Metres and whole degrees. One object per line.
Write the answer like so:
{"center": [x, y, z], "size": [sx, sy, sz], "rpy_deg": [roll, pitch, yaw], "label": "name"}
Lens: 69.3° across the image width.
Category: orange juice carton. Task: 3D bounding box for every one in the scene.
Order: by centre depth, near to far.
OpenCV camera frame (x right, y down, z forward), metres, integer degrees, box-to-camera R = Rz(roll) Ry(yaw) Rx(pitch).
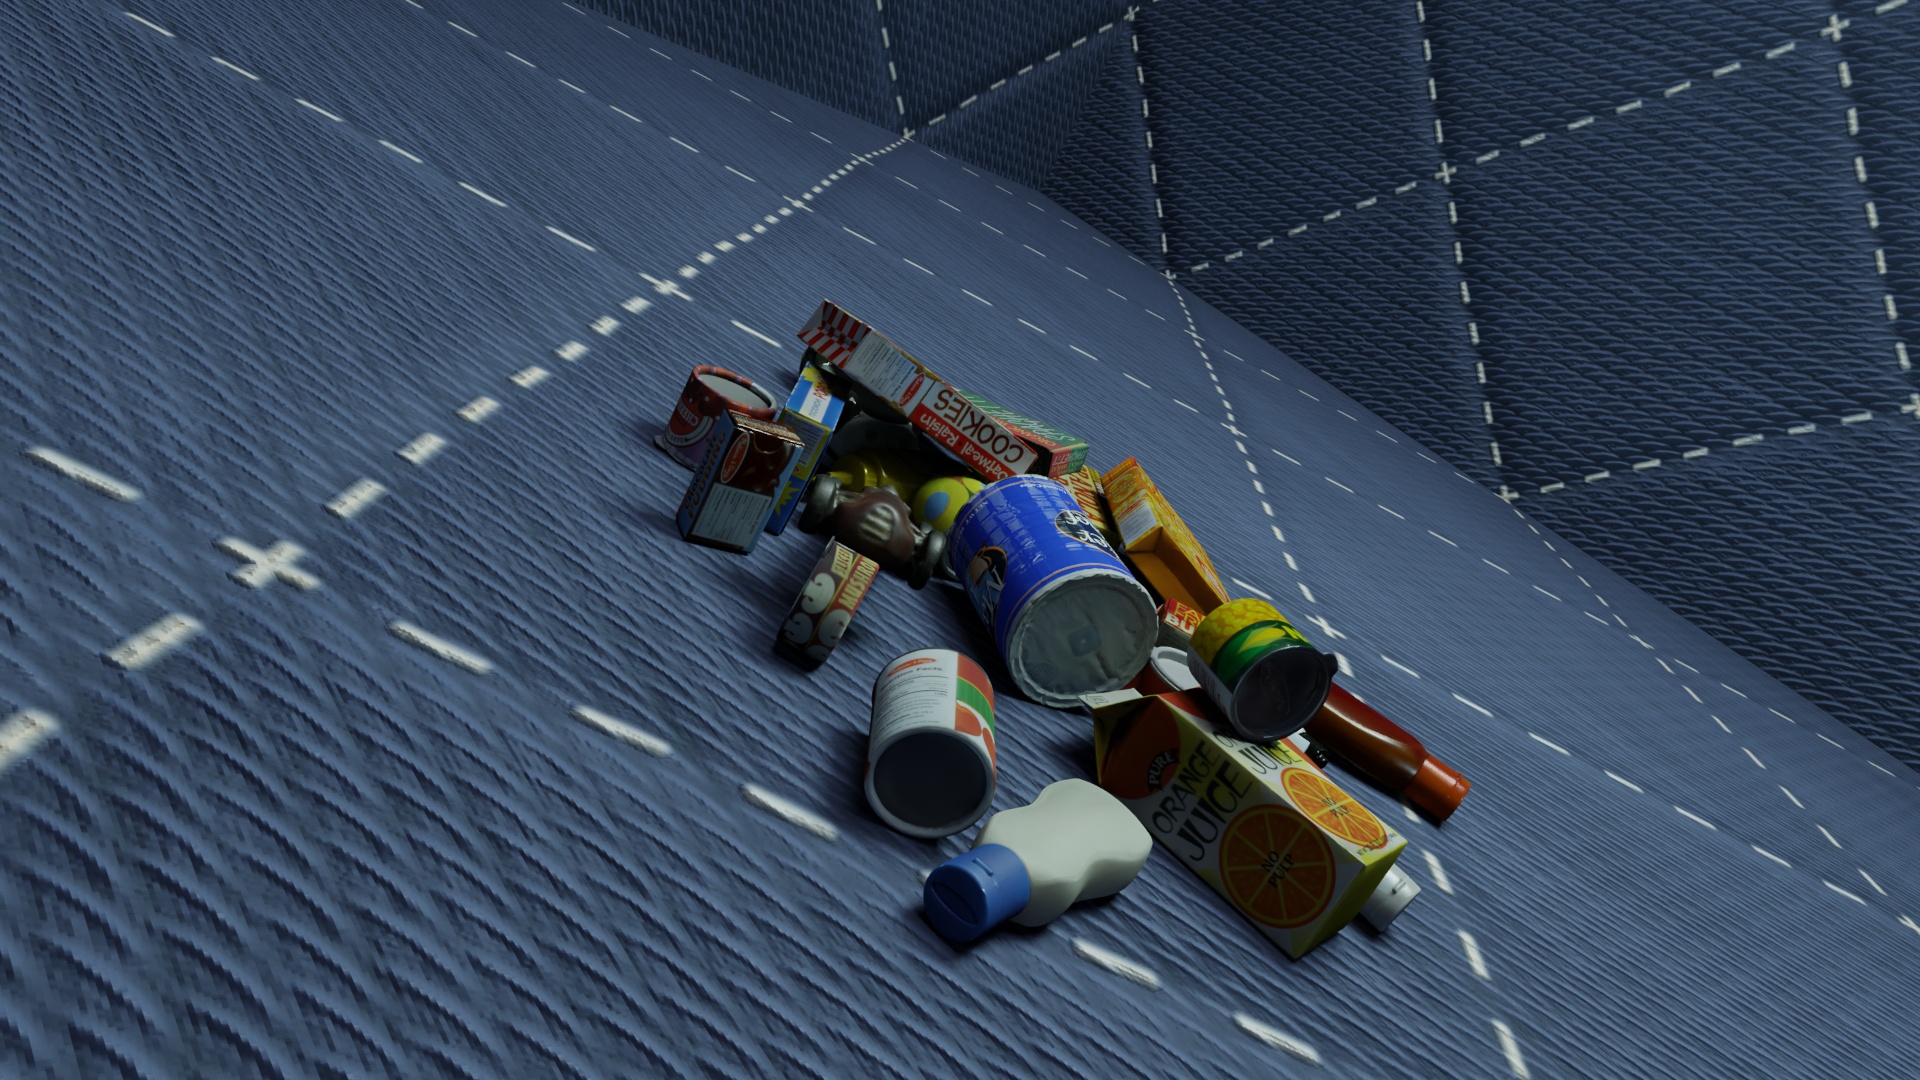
{"center": [0.156, 0.148, 0.823], "size": [0.193, 0.072, 0.072], "rpy_deg": [39, 22, 29], "label": "orange juice carton"}

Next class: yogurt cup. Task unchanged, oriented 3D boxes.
{"center": [0.144, 0.112, 0.926], "size": [0.072, 0.053, 0.073], "rpy_deg": [25, 20, -10], "label": "yogurt cup"}

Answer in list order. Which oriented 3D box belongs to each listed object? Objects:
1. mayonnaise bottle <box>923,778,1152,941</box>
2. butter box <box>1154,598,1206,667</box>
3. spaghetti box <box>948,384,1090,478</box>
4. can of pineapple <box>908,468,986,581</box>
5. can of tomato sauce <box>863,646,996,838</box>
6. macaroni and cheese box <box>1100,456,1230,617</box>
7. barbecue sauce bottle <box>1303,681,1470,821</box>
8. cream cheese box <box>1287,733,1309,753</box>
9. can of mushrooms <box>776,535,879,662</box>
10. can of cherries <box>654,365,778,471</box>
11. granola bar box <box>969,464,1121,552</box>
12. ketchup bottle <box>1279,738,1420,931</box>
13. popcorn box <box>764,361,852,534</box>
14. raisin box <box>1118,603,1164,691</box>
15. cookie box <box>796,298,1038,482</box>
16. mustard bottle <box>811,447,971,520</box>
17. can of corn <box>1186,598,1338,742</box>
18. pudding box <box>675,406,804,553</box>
{"center": [0.037, 0.159, 0.686], "size": [0.065, 0.041, 0.148], "rpy_deg": [37, 22, 26], "label": "mayonnaise bottle"}
{"center": [0.184, 0.082, 0.980], "size": [0.103, 0.024, 0.053], "rpy_deg": [30, 21, 5], "label": "butter box"}
{"center": [0.003, -0.110, 1.233], "size": [0.250, 0.028, 0.050], "rpy_deg": [27, 28, 37], "label": "spaghetti box"}
{"center": [0.004, -0.013, 1.023], "size": [0.071, 0.070, 0.058], "rpy_deg": [13, 24, -38], "label": "can of pineapple"}
{"center": [-0.014, 0.104, 0.715], "size": [0.071, 0.071, 0.083], "rpy_deg": [25, 20, -10], "label": "can of tomato sauce"}
{"center": [0.176, 0.010, 1.180], "size": [0.123, 0.040, 0.167], "rpy_deg": [50, 12, -19], "label": "macaroni and cheese box"}
{"center": [0.317, 0.156, 1.067], "size": [0.149, 0.043, 0.065], "rpy_deg": [35, 20, 16], "label": "barbecue sauce bottle"}
{"center": [0.206, 0.148, 0.967], "size": [0.053, 0.024, 0.104], "rpy_deg": [36, 21, 16], "label": "cream cheese box"}
{"center": [-0.075, 0.033, 0.799], "size": [0.033, 0.070, 0.071], "rpy_deg": [30, 19, -2], "label": "can of mushrooms"}
{"center": [-0.171, -0.084, 0.977], "size": [0.071, 0.058, 0.072], "rpy_deg": [26, 19, -10], "label": "can of cherries"}
{"center": [0.071, -0.043, 1.234], "size": [0.124, 0.039, 0.166], "rpy_deg": [24, 20, -12], "label": "granola bar box"}
{"center": [0.217, 0.176, 0.867], "size": [0.065, 0.043, 0.149], "rpy_deg": [-31, 61, -29], "label": "ketchup bottle"}
{"center": [-0.116, -0.067, 0.971], "size": [0.038, 0.085, 0.127], "rpy_deg": [26, 20, -8], "label": "popcorn box"}
{"center": [0.163, 0.094, 1.020], "size": [0.086, 0.040, 0.124], "rpy_deg": [33, 19, 14], "label": "raisin box"}
{"center": [-0.032, -0.109, 1.044], "size": [0.167, 0.040, 0.123], "rpy_deg": [35, 3, -29], "label": "cookie box"}
{"center": [-0.051, -0.042, 1.051], "size": [0.065, 0.048, 0.160], "rpy_deg": [40, 22, 33], "label": "mustard bottle"}
{"center": [0.178, 0.074, 0.822], "size": [0.071, 0.071, 0.058], "rpy_deg": [18, 20, -29], "label": "can of corn"}
{"center": [-0.138, -0.037, 0.868], "size": [0.050, 0.083, 0.030], "rpy_deg": [15, 23, -33], "label": "pudding box"}
